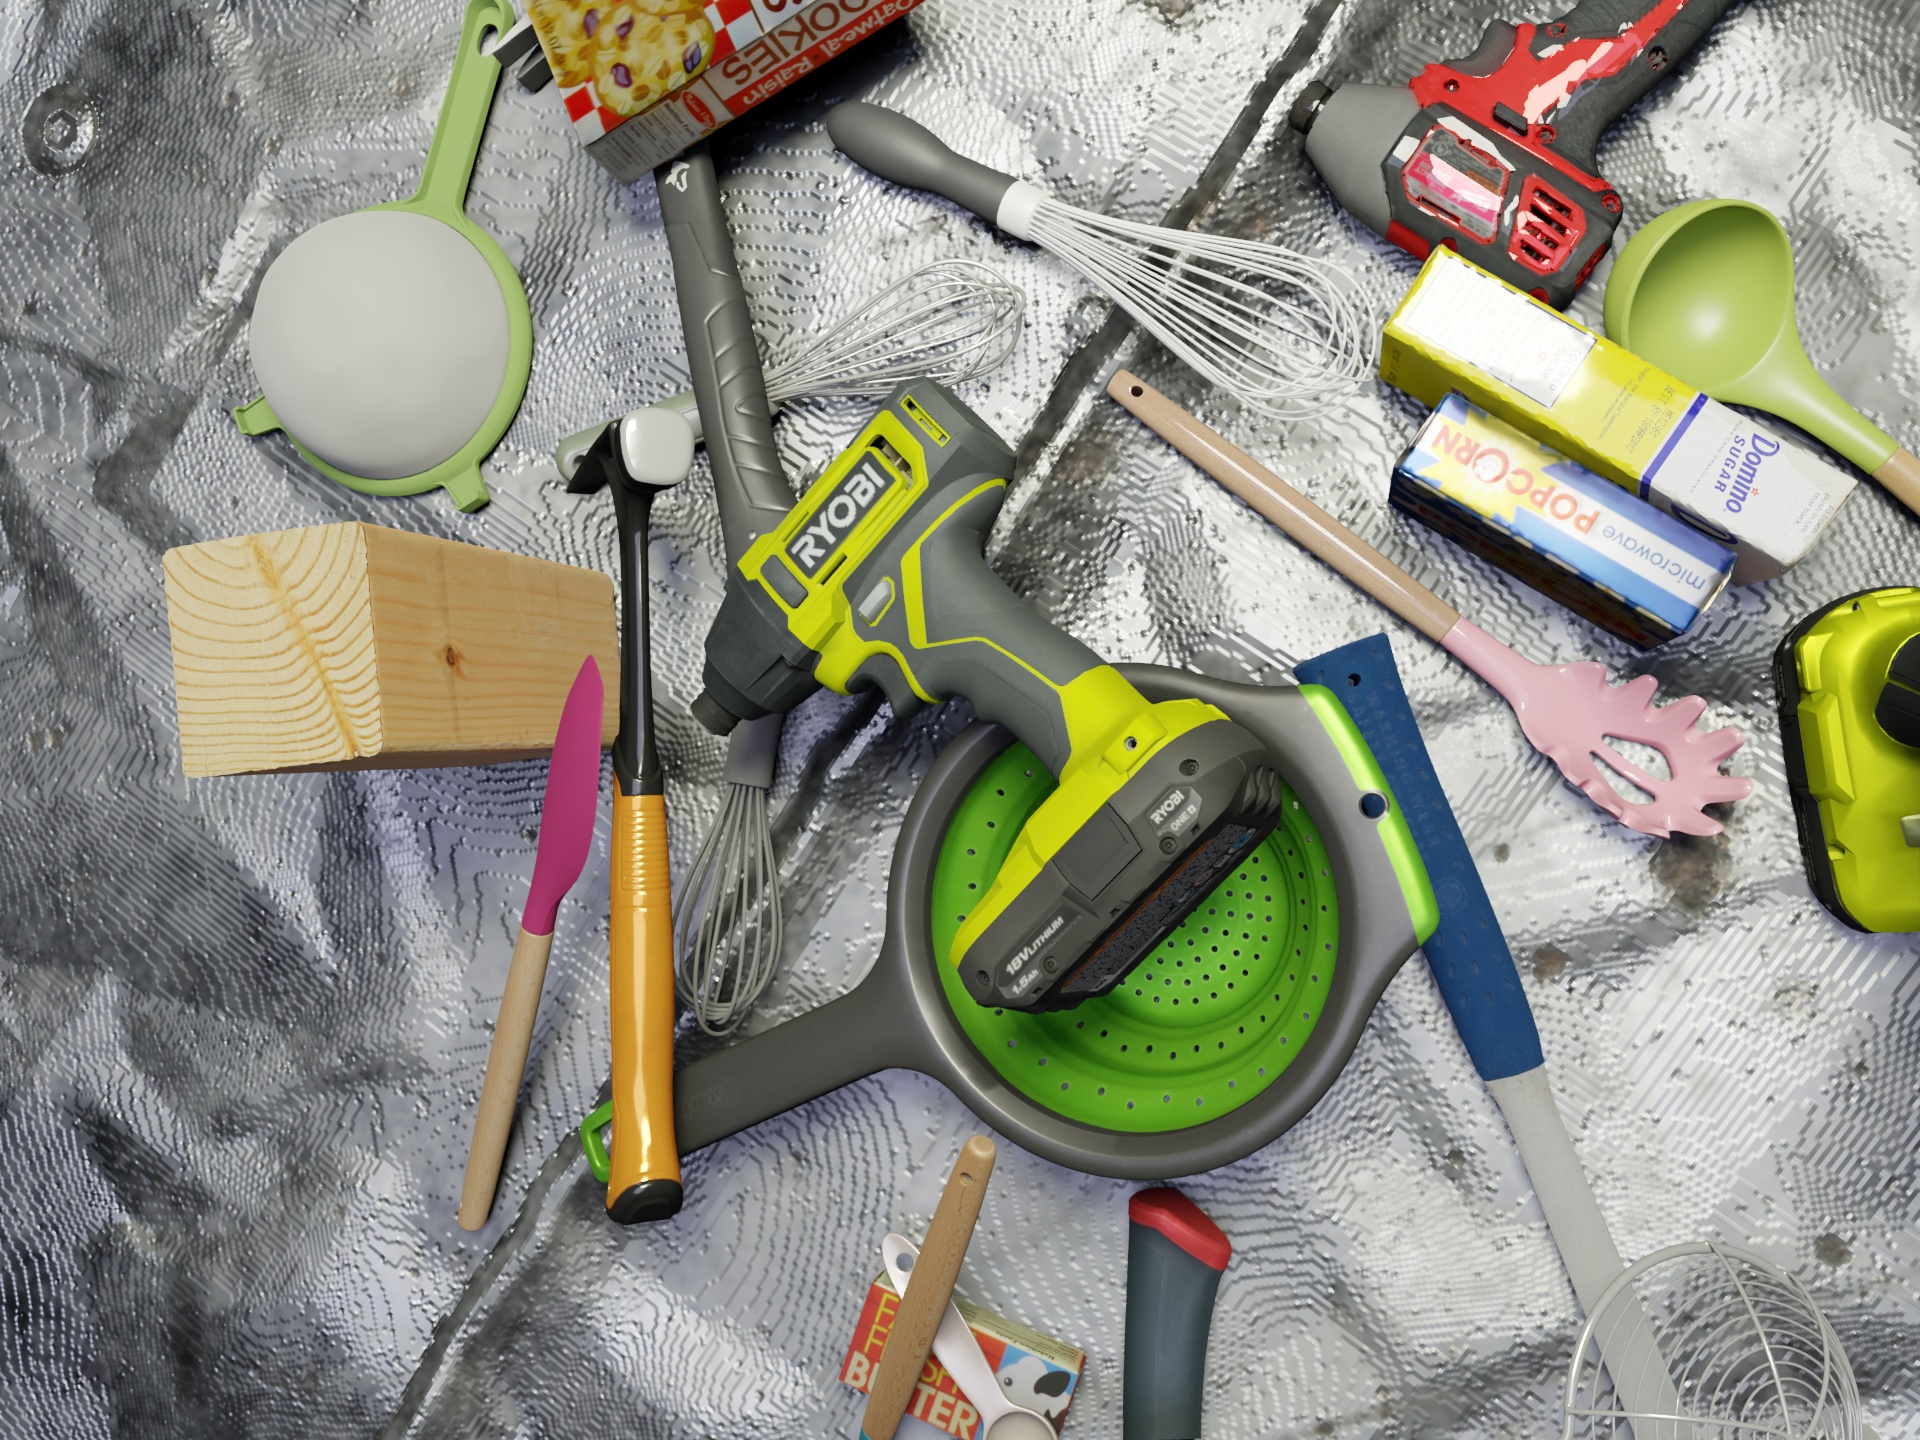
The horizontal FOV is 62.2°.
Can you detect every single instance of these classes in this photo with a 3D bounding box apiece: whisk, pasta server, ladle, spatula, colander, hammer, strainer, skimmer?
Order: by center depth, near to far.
[{"bbox_3d":[0.386,-0.086,0.621,0.320,0.062,0.078,43,102,8],"label":"ladle"},{"bbox_3d":[0.165,0.291,0.645,0.363,0.090,0.127,-14,83,22],"label":"skimmer"},{"bbox_3d":[0.241,0.155,0.665,0.144,0.035,0.405,-22,84,13],"label":"hammer"},{"bbox_3d":[0.188,-0.058,0.679,0.316,0.040,0.060,39,83,12],"label":"pasta server"},{"bbox_3d":[-0.141,0.043,0.687,0.034,0.127,0.337,0,87,-23],"label":"hammer"},{"bbox_3d":[-0.033,0.302,0.694,0.082,0.044,0.317,25,121,15],"label":"spatula"},{"bbox_3d":[0.010,0.116,0.696,0.397,0.094,0.205,-27,77,19],"label":"colander"},{"bbox_3d":[0.073,0.403,0.705,0.143,0.038,0.386,0,90,16],"label":"hammer"},{"bbox_3d":[0.056,-0.213,0.707,0.285,0.070,0.070,32,97,17],"label":"whisk"},{"bbox_3d":[-0.123,-0.212,0.728,0.146,0.035,0.335,-17,75,14],"label":"hammer"},{"bbox_3d":[-0.084,-0.156,0.743,0.246,0.059,0.057,-16,129,18],"label":"whisk"},{"bbox_3d":[-0.098,0.029,0.748,0.055,0.055,0.239,8,87,14],"label":"whisk"},{"bbox_3d":[-0.277,-0.239,0.778,0.151,0.069,0.256,20,96,13],"label":"strainer"}]

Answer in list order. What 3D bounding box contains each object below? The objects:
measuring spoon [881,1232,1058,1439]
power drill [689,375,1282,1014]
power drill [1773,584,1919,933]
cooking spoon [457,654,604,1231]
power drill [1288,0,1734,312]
[{"bbox_3d":[0.003,0.283,0.711,0.034,0.018,0.124,-37,74,7],"label":"measuring spoon"},{"bbox_3d":[-0.001,-0.002,0.618,0.171,0.080,0.223,-47,66,14],"label":"power drill"},{"bbox_3d":[0.353,0.029,0.538,0.080,0.228,0.190,-8,88,14],"label":"power drill"},{"bbox_3d":[-0.199,0.115,0.731,0.017,0.069,0.318,5,118,-27],"label":"cooking spoon"},{"bbox_3d":[0.244,-0.288,0.649,0.143,0.078,0.219,36,101,12],"label":"power drill"}]
